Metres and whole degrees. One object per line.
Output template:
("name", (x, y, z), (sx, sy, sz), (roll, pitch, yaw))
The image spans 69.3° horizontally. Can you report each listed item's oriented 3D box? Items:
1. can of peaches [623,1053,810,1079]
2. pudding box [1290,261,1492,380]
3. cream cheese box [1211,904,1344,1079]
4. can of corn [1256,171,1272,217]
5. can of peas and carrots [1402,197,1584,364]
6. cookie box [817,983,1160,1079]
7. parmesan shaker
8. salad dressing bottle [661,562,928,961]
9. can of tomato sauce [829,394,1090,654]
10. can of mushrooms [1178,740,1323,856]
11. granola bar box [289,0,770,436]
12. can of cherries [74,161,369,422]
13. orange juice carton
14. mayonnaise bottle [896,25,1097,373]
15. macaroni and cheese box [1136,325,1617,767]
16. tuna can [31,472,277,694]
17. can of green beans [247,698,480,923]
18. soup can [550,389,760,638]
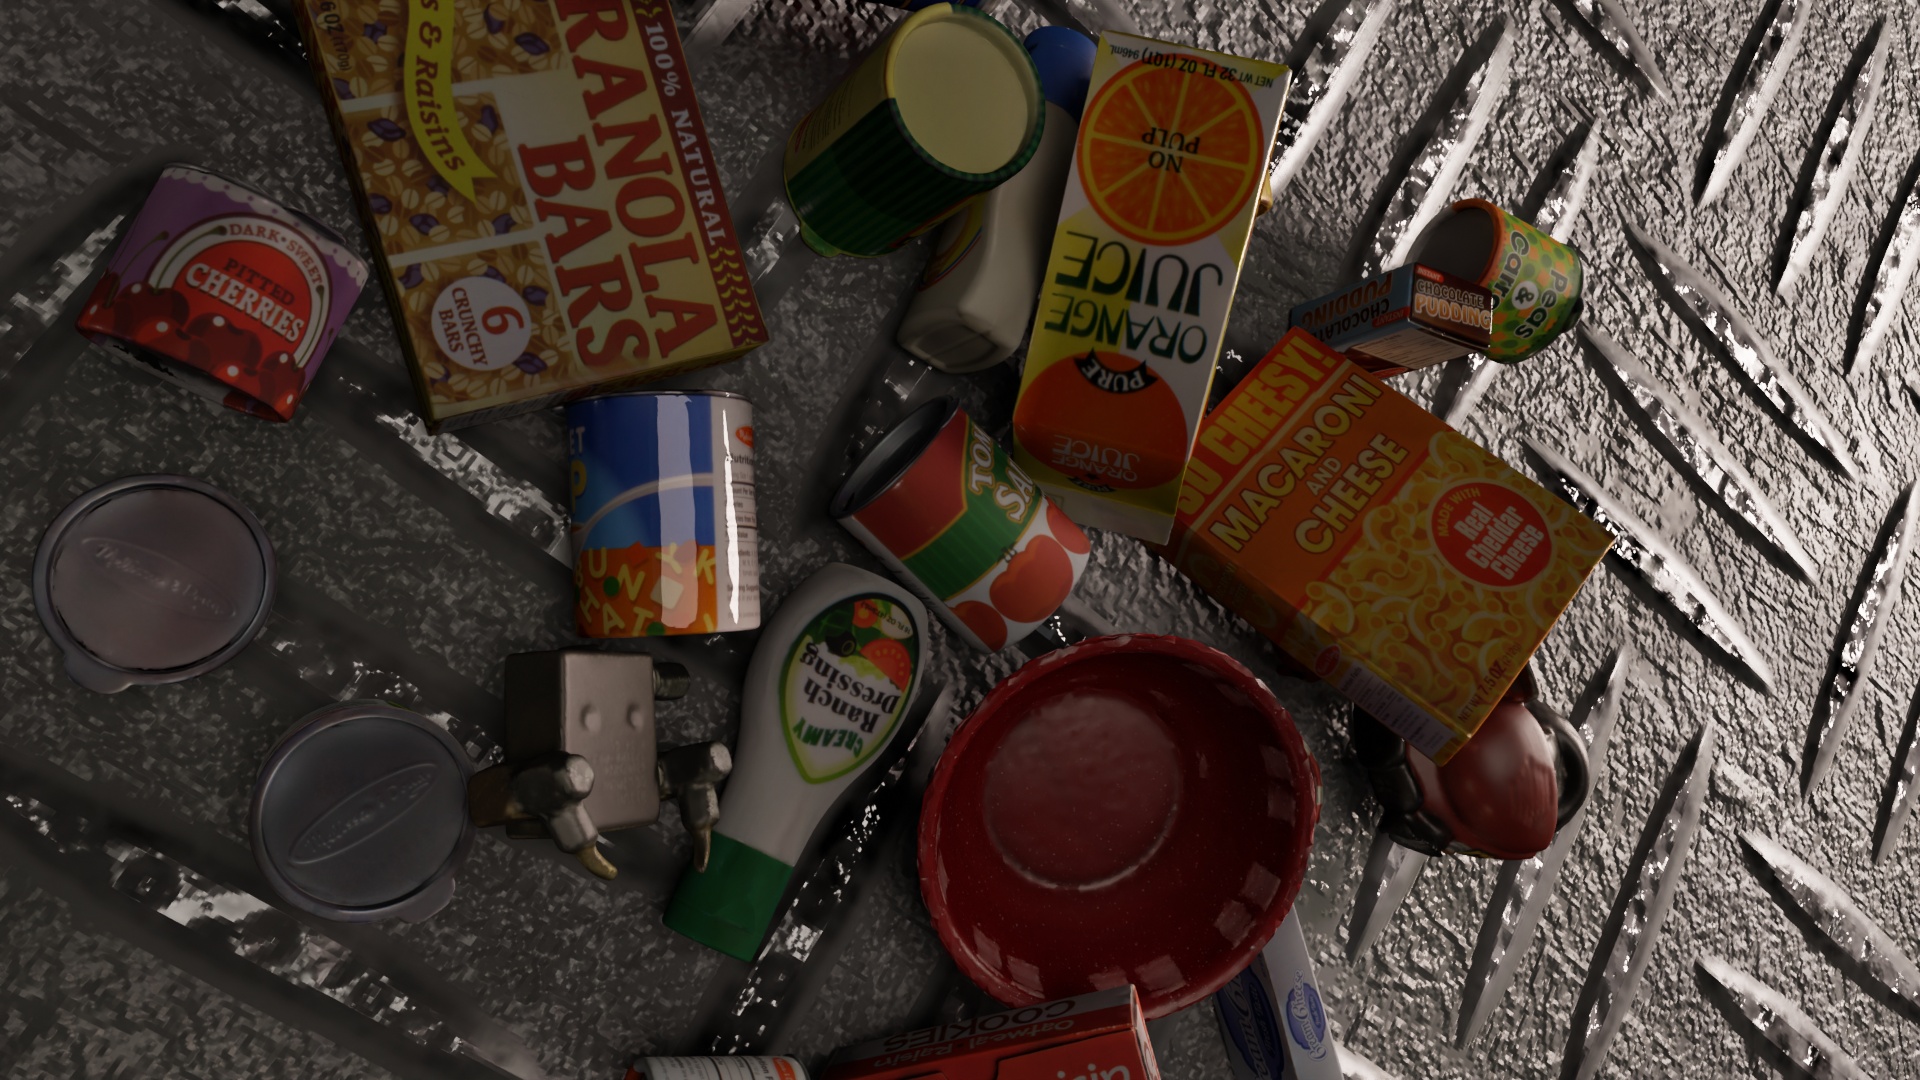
("can of peaches", (-0.089, 0.219, 0.489), (0.058, 0.071, 0.071), (10, 82, -25))
("pudding box", (0.197, -0.099, 0.645), (0.050, 0.083, 0.030), (12, 79, -24))
("cream cheese box", (0.134, 0.202, 0.606), (0.024, 0.053, 0.103), (-18, 94, -24))
("can of corn", (0.103, -0.170, 0.614), (0.071, 0.071, 0.058), (-7, 90, -26))
("can of peas and carrots", (0.262, -0.127, 0.686), (0.059, 0.071, 0.071), (20, 78, -23))
("cookie box", (0.028, 0.264, 0.524), (0.123, 0.040, 0.167), (-15, 94, 7))
("parmesan shaker", (-0.021, -0.150, 0.530), (0.071, 0.103, 0.071), (2, 86, -26))
("salad dressing bottle", (-0.063, 0.082, 0.525), (0.064, 0.044, 0.148), (32, 73, -25))
("can of tomato sauce", (0.002, -0.007, 0.549), (0.083, 0.071, 0.071), (45, 69, -17))
("can of mushrooms", (0.126, 0.111, 0.621), (0.071, 0.033, 0.071), (2, 86, -25))
("granola bar box", (-0.153, -0.134, 0.500), (0.124, 0.039, 0.165), (-18, 94, -26))
("can of cherries", (-0.231, -0.077, 0.439), (0.071, 0.071, 0.058), (27, 75, -22))
("orange juice carton", (0.073, -0.096, 0.556), (0.072, 0.073, 0.192), (15, 105, 9))
("mayonnaise bottle", (0.021, -0.143, 0.575), (0.041, 0.064, 0.148), (28, 71, -25))
("macaroni and cheese box", (0.176, -0.002, 0.605), (0.167, 0.040, 0.124), (38, 66, 17))
("tuna can", (-0.255, 0.015, 0.441), (0.071, 0.033, 0.071), (2, 85, -26))
("can of green beans", (-0.194, 0.086, 0.452), (0.071, 0.057, 0.071), (2, 85, -26))
("soup can", (-0.109, -0.008, 0.498), (0.071, 0.071, 0.083), (-2, 87, -26))
